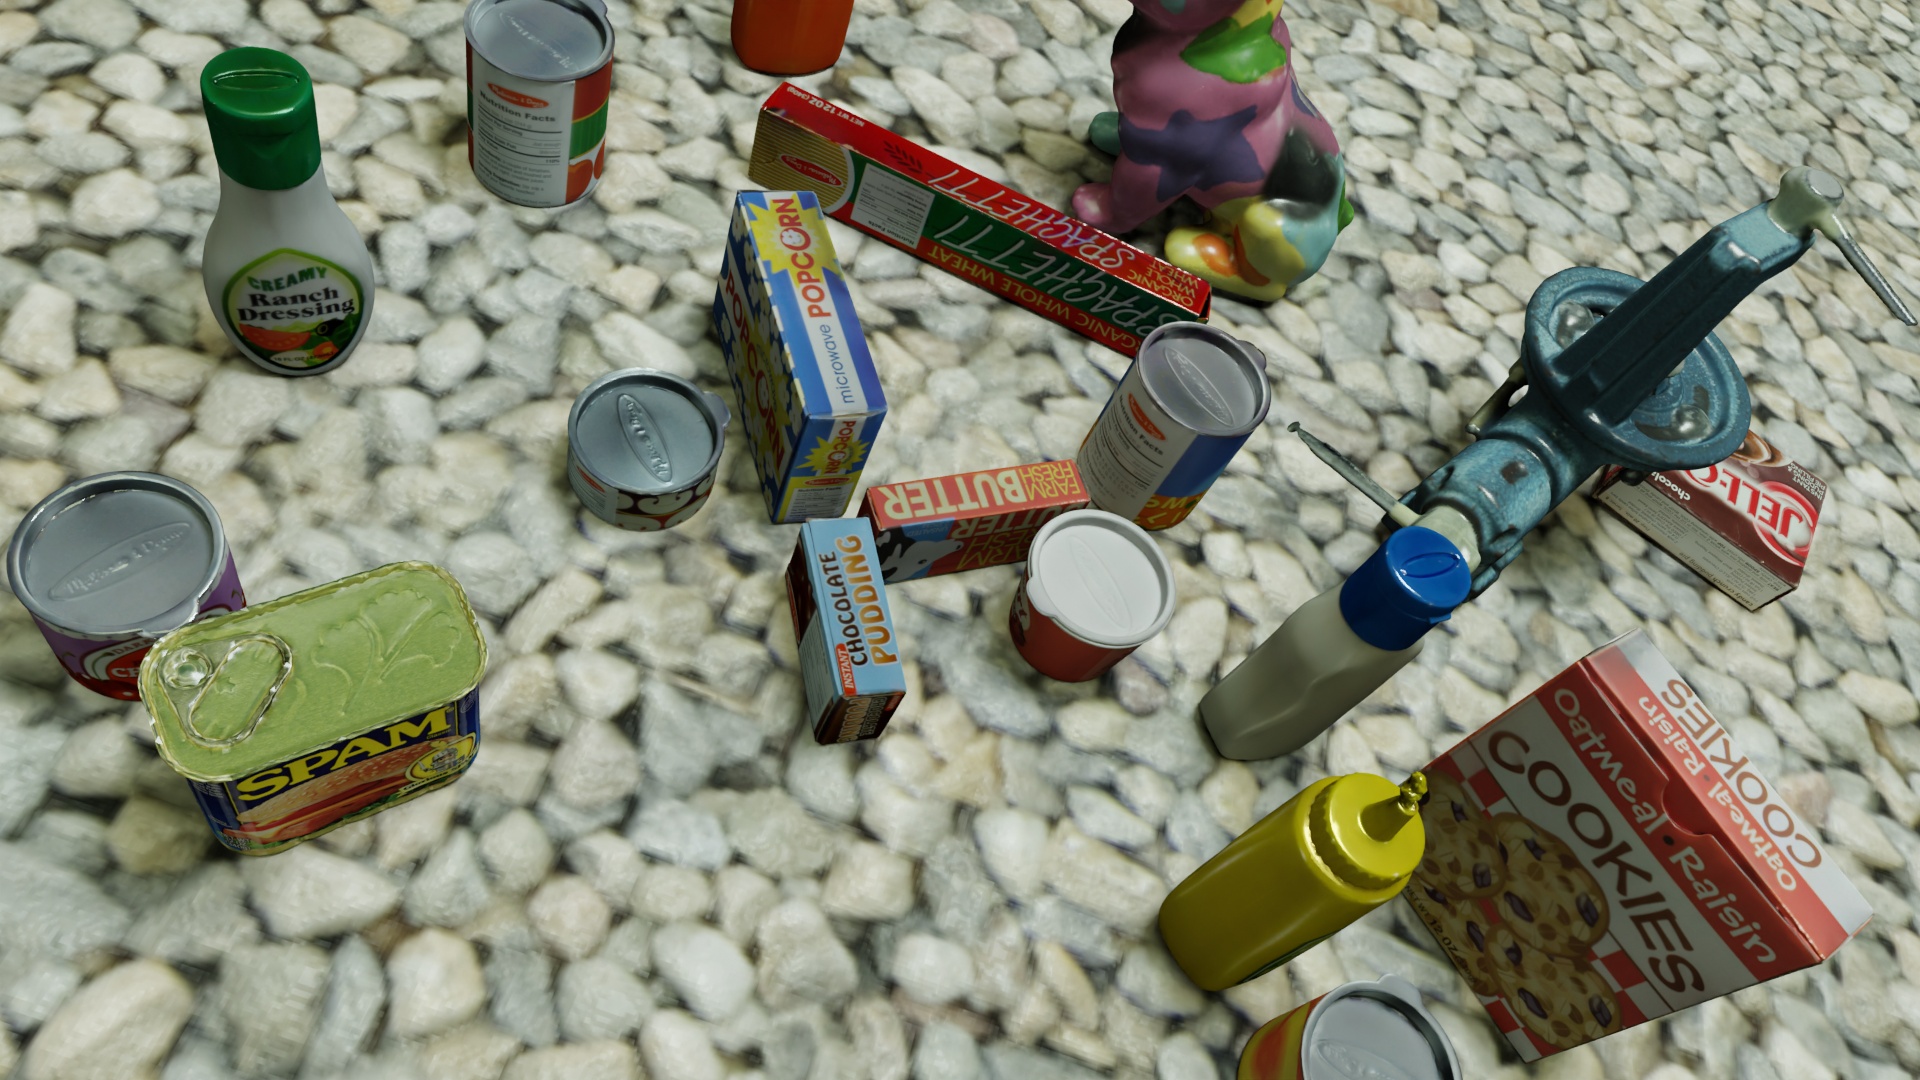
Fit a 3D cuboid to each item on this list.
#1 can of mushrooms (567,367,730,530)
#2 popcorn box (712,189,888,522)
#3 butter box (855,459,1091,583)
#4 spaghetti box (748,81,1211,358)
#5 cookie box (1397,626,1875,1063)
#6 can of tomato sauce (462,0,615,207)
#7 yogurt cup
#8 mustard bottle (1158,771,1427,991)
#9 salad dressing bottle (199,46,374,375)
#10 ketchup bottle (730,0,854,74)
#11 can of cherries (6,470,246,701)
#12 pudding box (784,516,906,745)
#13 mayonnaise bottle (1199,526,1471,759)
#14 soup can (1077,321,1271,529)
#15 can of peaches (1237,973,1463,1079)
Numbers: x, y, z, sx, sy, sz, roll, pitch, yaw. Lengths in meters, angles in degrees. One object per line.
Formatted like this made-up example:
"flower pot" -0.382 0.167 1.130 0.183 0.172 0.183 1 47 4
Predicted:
"can of mushrooms" -0.136 -0.040 0.610 0.071 0.033 0.071 9 57 -13
"popcorn box" -0.075 -0.083 0.626 0.038 0.084 0.127 -8 62 -22
"butter box" 0.002 -0.008 0.624 0.104 0.052 0.024 -9 63 -23
"spaghetti box" 0.010 -0.161 0.725 0.250 0.050 0.029 25 55 -2
"cookie box" 0.244 0.127 0.549 0.040 0.166 0.123 -22 68 -29
"can of tomato sauce" -0.202 -0.214 0.668 0.071 0.082 0.071 9 57 -13
"yogurt cup" 0.055 0.028 0.618 0.072 0.053 0.073 9 57 -13
"mustard bottle" 0.129 0.123 0.518 0.065 0.159 0.049 -22 68 -28
"salad dressing bottle" -0.270 -0.126 0.550 0.064 0.147 0.044 -10 63 -23
"ketchup bottle" -0.081 -0.316 0.733 0.065 0.148 0.044 -12 64 -24
"can of cherries" -0.298 0.020 0.503 0.071 0.058 0.072 9 57 -13
"pudding box" -0.050 0.037 0.581 0.030 0.049 0.084 -4 60 -20
"mayonnaise bottle" 0.157 0.046 0.583 0.065 0.147 0.041 -10 63 -24
"soup can" 0.103 -0.054 0.668 0.071 0.083 0.071 9 57 -13
"can of peaches" 0.149 0.207 0.533 0.071 0.057 0.071 9 57 -13
